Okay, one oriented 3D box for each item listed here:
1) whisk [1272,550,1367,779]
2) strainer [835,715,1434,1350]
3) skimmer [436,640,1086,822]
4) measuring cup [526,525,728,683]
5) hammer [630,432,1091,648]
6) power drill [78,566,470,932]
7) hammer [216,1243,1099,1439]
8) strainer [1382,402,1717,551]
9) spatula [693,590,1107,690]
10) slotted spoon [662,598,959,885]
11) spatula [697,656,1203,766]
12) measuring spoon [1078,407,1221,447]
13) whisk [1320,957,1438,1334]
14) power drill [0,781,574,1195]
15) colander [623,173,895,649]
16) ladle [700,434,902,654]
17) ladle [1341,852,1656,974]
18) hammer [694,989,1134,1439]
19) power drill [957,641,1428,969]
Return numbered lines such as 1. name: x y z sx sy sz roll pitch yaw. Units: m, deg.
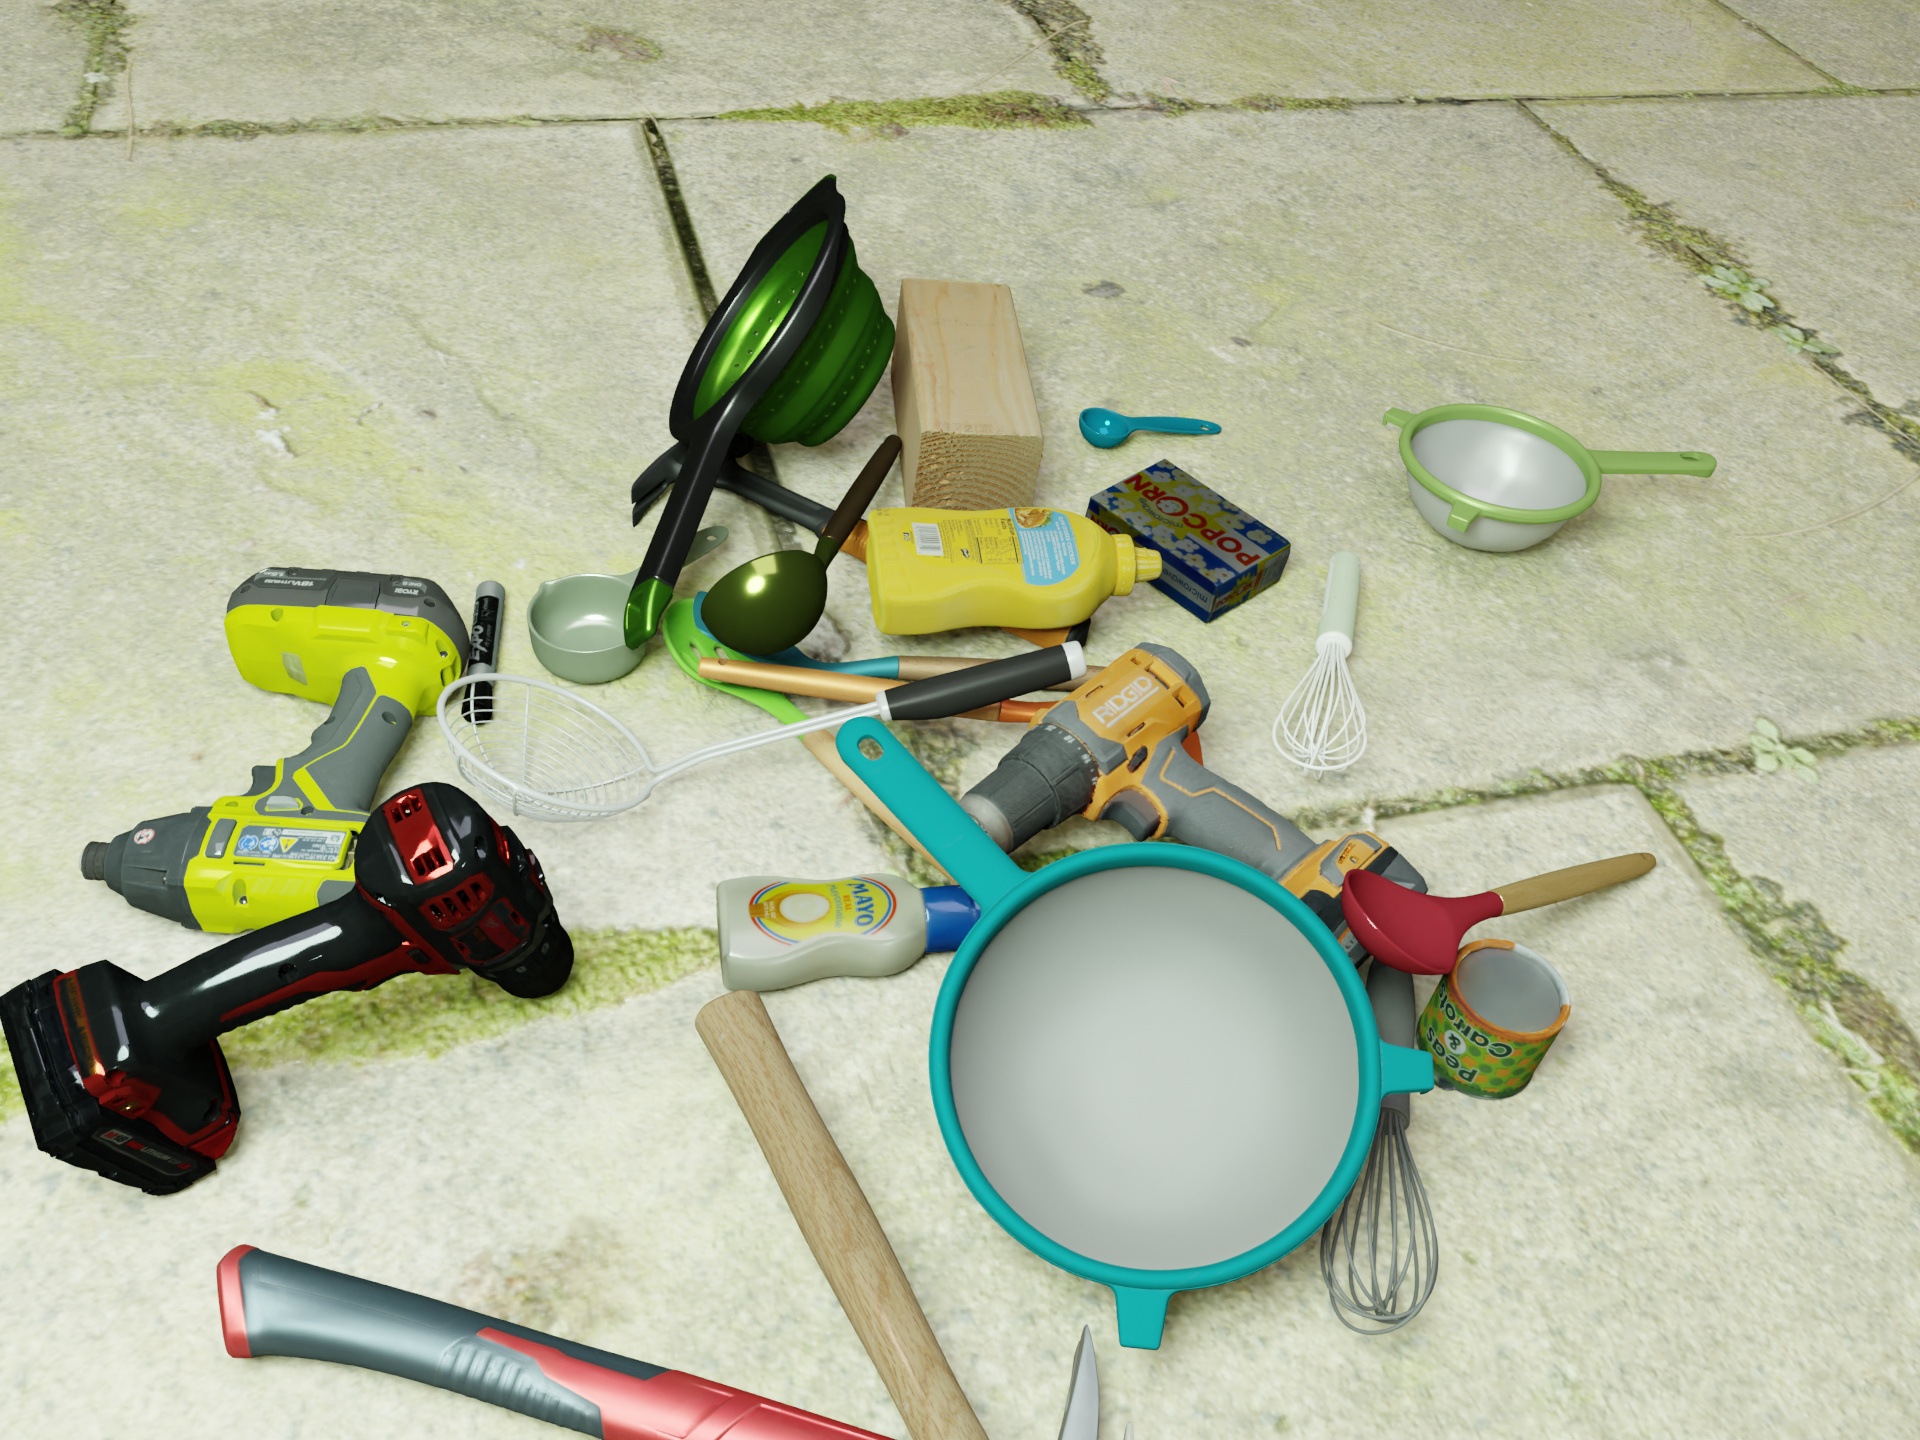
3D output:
1. whisk: 0.250 -0.045 1.074 0.059 0.057 0.246 9 39 12
2. strainer: 0.052 0.131 0.806 0.211 0.095 0.341 -39 66 -13
3. skimmer: -0.109 -0.017 0.916 0.363 0.090 0.127 -14 31 -2
4. measuring cup: -0.211 -0.079 1.046 0.083 0.038 0.167 30 47 21
5. hammer: -0.066 -0.120 1.110 0.337 0.034 0.127 26 46 17
6. power drill: -0.375 0.018 0.897 0.171 0.080 0.223 4 48 -4
7. hammer: -0.133 0.282 0.690 0.386 0.038 0.143 14 43 6
8. strainer: 0.452 -0.176 1.219 0.256 0.069 0.152 -2 43 -11
9. spatula: -0.014 -0.043 1.030 0.317 0.044 0.082 3 21 -9
10. slotted spoon: -0.076 0.024 0.967 0.314 0.031 0.070 40 35 25
11. spatula: -0.002 -0.003 0.986 0.322 0.041 0.081 8 45 -3
12. measuring spoon: 0.151 -0.229 1.270 0.128 0.021 0.042 -3 44 -24
13. whisk: 0.217 0.206 0.818 0.055 0.055 0.239 14 40 6
14. power drill: -0.297 0.129 0.751 0.226 0.187 0.080 -29 64 -10
15. colander: -0.130 -0.195 1.084 0.094 0.204 0.397 32 54 -27
16. ladle: -0.089 -0.134 1.042 0.062 0.078 0.320 42 30 -13
17. ladle: 0.310 0.097 0.887 0.315 0.031 0.069 -5 49 -41
18. hammer: -0.037 0.246 0.696 0.130 0.031 0.332 -16 47 -25
19. power drill: 0.122 0.072 0.889 0.226 0.084 0.185 43 54 18
